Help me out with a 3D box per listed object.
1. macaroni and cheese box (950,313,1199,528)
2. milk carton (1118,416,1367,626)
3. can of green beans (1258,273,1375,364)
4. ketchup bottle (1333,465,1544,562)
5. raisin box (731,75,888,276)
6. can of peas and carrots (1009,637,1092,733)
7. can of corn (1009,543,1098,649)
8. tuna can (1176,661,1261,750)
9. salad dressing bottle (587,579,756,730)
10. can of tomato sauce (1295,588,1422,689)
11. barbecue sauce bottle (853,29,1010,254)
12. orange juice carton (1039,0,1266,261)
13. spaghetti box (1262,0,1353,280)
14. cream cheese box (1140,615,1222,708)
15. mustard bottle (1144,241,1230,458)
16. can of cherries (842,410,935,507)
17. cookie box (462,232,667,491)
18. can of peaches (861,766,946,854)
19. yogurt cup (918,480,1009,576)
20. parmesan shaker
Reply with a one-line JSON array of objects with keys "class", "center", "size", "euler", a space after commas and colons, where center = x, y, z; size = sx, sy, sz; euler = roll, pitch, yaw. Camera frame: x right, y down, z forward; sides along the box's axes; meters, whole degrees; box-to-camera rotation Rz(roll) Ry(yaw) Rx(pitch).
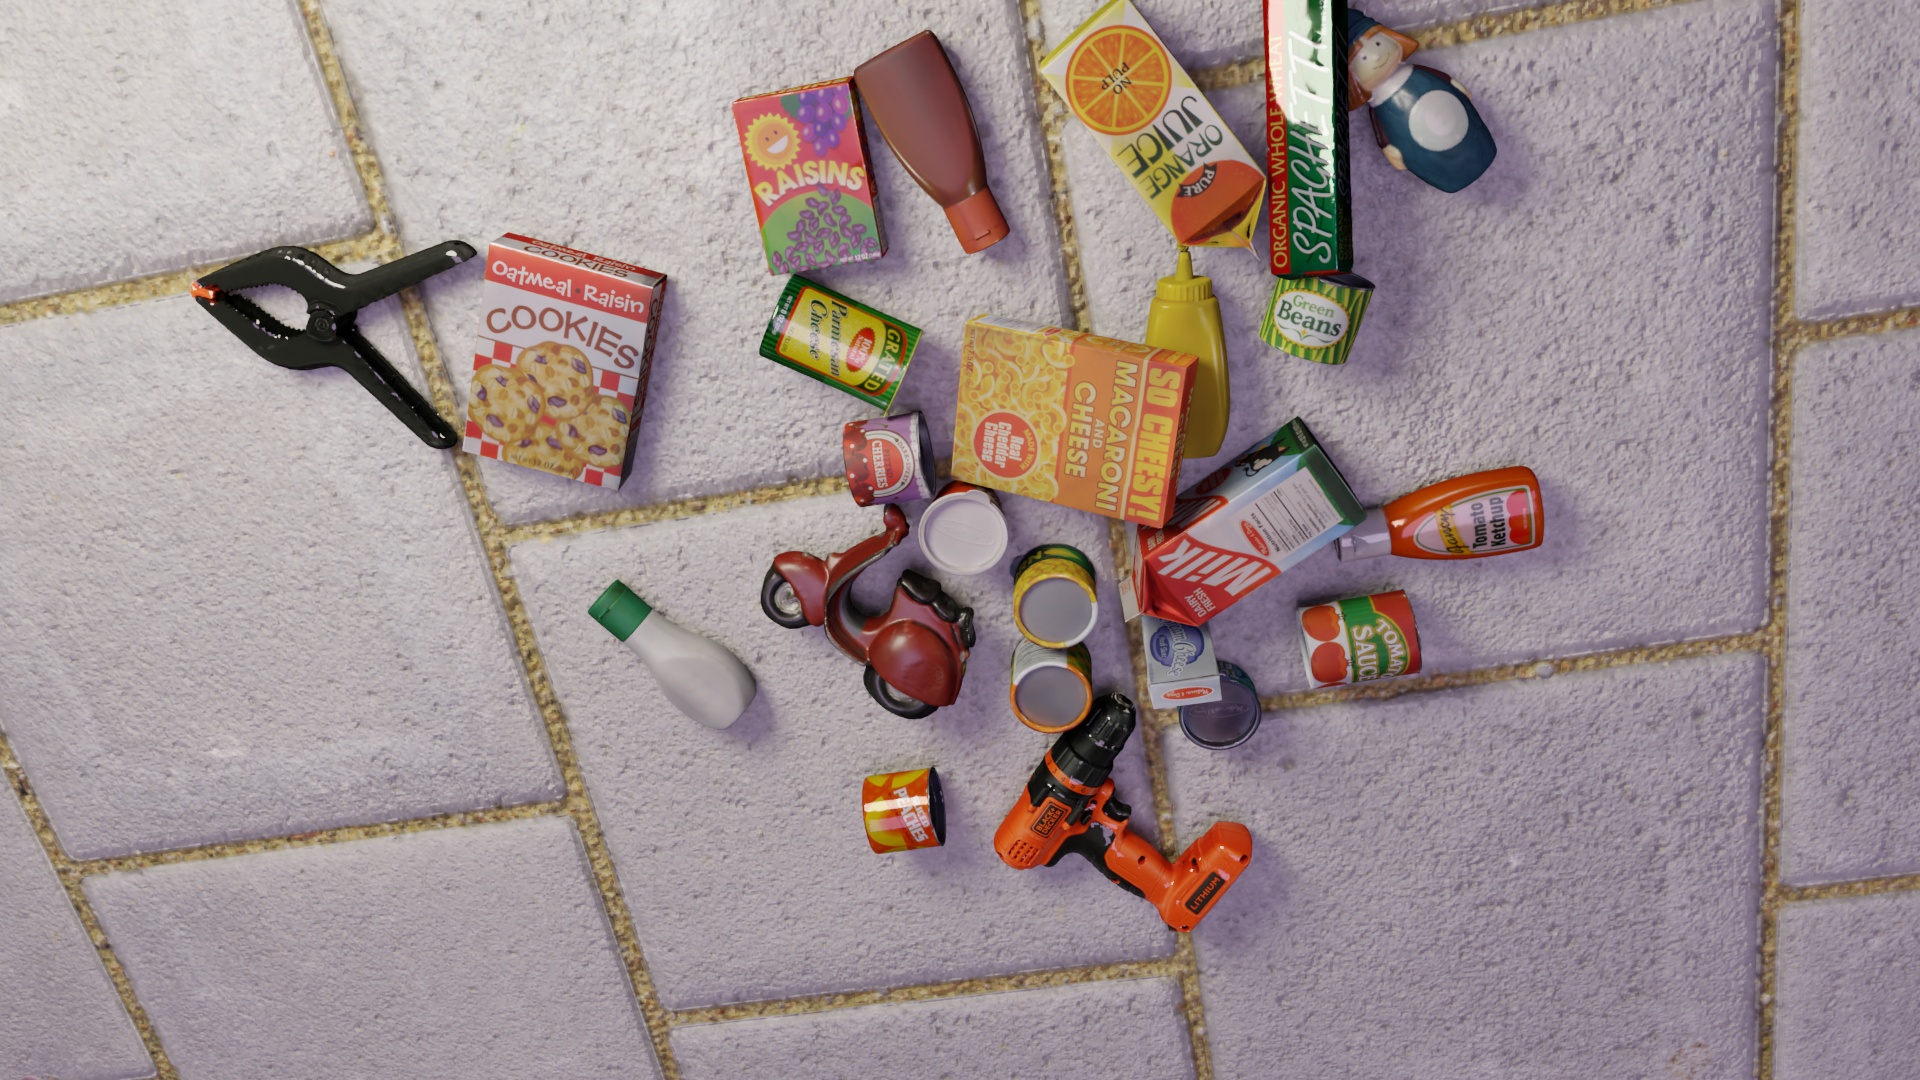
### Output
[{"class": "macaroni and cheese box", "center": [0.081, -0.089, 1.010], "size": [0.166, 0.040, 0.123], "euler": [14, 114, 20]}, {"class": "milk carton", "center": [0.200, -0.004, 1.049], "size": [0.190, 0.072, 0.073], "euler": [-35, 106, 15]}, {"class": "can of green beans", "center": [0.251, -0.163, 0.983], "size": [0.071, 0.071, 0.057], "euler": [15, 113, -3]}, {"class": "ketchup bottle", "center": [0.359, -0.014, 1.051], "size": [0.149, 0.044, 0.064], "euler": [-10, 112, 8]}, {"class": "raisin box", "center": [-0.104, -0.256, 0.981], "size": [0.086, 0.040, 0.123], "euler": [-8, 113, 7]}, {"class": "can of peas and carrots", "center": [0.074, 0.114, 1.111], "size": [0.071, 0.059, 0.070], "euler": [1, 113, 3]}, {"class": "can of corn", "center": [0.072, 0.042, 1.082], "size": [0.071, 0.058, 0.071], "euler": [1, 112, 3]}, {"class": "tuna can", "center": [0.208, 0.131, 1.124], "size": [0.071, 0.033, 0.070], "euler": [1, 112, 3]}, {"class": "salad dressing bottle", "center": [-0.235, 0.092, 1.130], "size": [0.147, 0.044, 0.064], "euler": [42, 110, -12]}, {"class": "can of tomato sauce", "center": [0.308, 0.078, 1.076], "size": [0.083, 0.071, 0.071], "euler": [-10, 111, 8]}, {"class": "barbecue sauce bottle", "center": [-0.014, -0.273, 0.967], "size": [0.065, 0.044, 0.148], "euler": [-25, 109, 11]}, {"class": "orange juice carton", "center": [0.142, -0.270, 0.943], "size": [0.073, 0.072, 0.192], "euler": [-38, 105, 18]}, {"class": "spaghetti box", "center": [0.227, -0.298, 0.911], "size": [0.050, 0.029, 0.249], "euler": [3, 101, 37]}, {"class": "cream cheese box", "center": [0.169, 0.089, 1.071], "size": [0.053, 0.104, 0.024], "euler": [-8, 116, 8]}, {"class": "mustard bottle", "center": [0.164, -0.140, 1.007], "size": [0.065, 0.049, 0.159], "euler": [1, 112, 10]}, {"class": "can of cherries", "center": [-0.053, -0.061, 1.041], "size": [0.058, 0.072, 0.071], "euler": [-8, 112, 7]}, {"class": "cookie box", "center": [-0.298, -0.133, 1.043], "size": [0.123, 0.040, 0.166], "euler": [15, 113, -3]}, {"class": "can of peaches", "center": [-0.047, 0.226, 1.158], "size": [0.058, 0.071, 0.071], "euler": [-9, 112, 8]}, {"class": "yogurt cup", "center": [0.004, -0.013, 1.066], "size": [0.072, 0.054, 0.072], "euler": [1, 113, 3]}, {"class": "parmesan shaker", "center": [-0.088, -0.141, 1.011], "size": [0.103, 0.071, 0.071], "euler": [23, 112, -6]}]
